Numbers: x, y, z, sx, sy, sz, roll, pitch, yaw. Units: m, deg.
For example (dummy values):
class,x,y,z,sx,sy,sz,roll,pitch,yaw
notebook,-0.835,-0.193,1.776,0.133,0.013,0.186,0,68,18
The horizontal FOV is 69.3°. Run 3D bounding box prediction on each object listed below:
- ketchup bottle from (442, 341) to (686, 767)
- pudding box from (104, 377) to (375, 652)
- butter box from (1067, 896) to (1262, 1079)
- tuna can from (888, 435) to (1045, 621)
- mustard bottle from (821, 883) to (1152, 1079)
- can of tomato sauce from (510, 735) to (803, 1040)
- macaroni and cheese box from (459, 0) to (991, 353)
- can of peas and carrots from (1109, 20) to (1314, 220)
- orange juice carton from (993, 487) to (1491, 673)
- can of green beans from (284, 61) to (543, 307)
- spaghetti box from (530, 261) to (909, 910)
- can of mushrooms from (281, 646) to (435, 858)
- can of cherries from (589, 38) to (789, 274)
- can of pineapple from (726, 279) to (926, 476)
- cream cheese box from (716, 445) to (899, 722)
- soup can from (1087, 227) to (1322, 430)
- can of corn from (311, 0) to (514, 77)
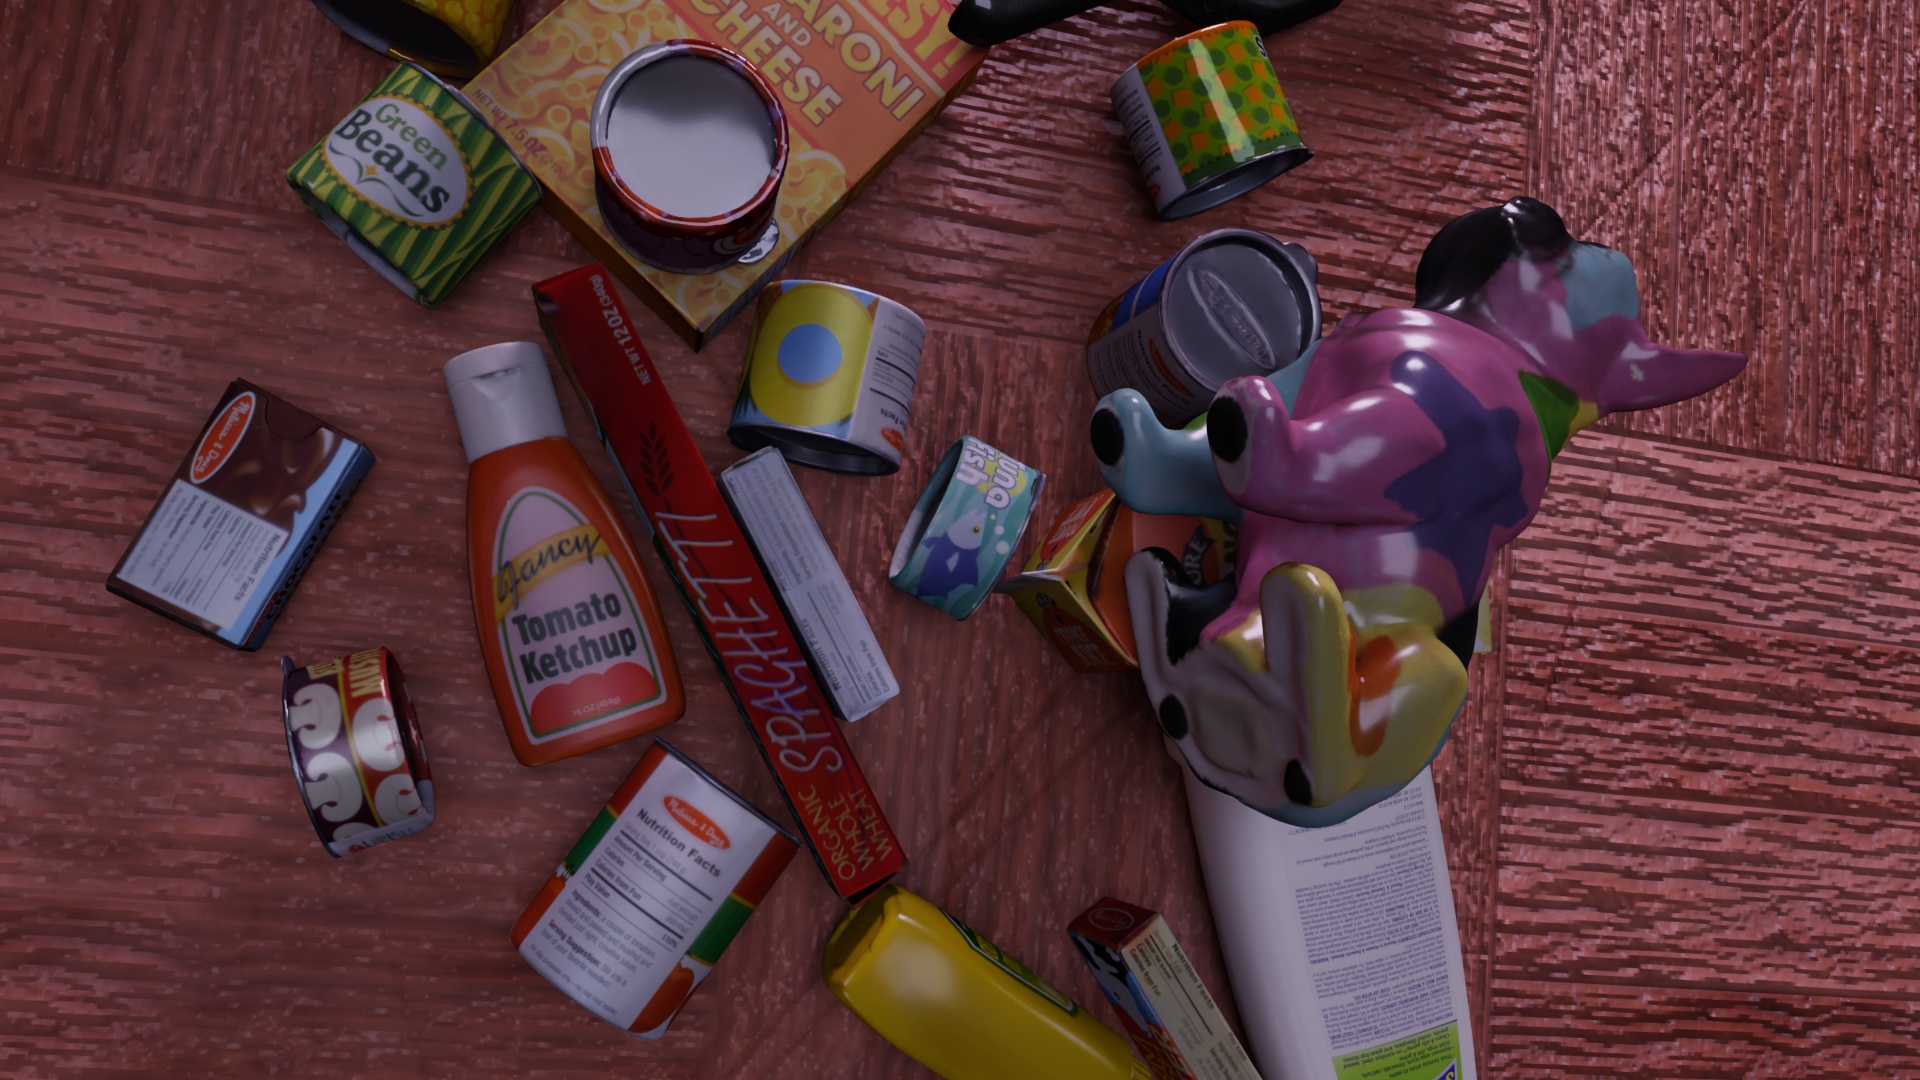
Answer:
class,x,y,z,sx,sy,sz,roll,pitch,yaw
ketchup bottle,-0.150,0.003,0.507,0.065,0.043,0.149,-17,88,-15
pudding box,-0.251,-0.008,0.489,0.049,0.030,0.084,28,78,-9
butter box,0.085,0.191,0.541,0.024,0.053,0.103,-33,93,-18
tuna can,0.002,-0.007,0.532,0.033,0.071,0.071,27,79,-10
mustard bottle,0.023,0.189,0.522,0.160,0.065,0.049,37,82,-14
can of tomato sauce,-0.107,0.123,0.494,0.071,0.071,0.083,38,77,-8
macaroni and cheese box,-0.089,-0.176,0.543,0.123,0.040,0.167,44,76,-7
can of peas and carrots,0.105,-0.175,0.578,0.071,0.071,0.058,-22,90,-15
orange juice carton,0.107,0.014,0.556,0.193,0.071,0.073,-1,84,-15
can of green beans,-0.195,-0.126,0.497,0.071,0.071,0.058,41,77,-7
spaghetti box,-0.090,0.018,0.517,0.029,0.050,0.250,-27,91,-14
can of mushrooms,-0.205,0.069,0.473,0.033,0.071,0.071,-15,88,-16
can of cherries,-0.092,-0.131,0.486,0.071,0.058,0.071,1,85,-13
can of pineapple,-0.052,-0.061,0.527,0.071,0.071,0.058,13,81,-13
cream cheese box,-0.058,0.017,0.523,0.024,0.053,0.103,-28,91,-13
soup can,0.097,-0.082,0.557,0.071,0.083,0.071,1,84,-14
can of corn,-0.193,-0.211,0.505,0.071,0.071,0.058,18,81,-12
